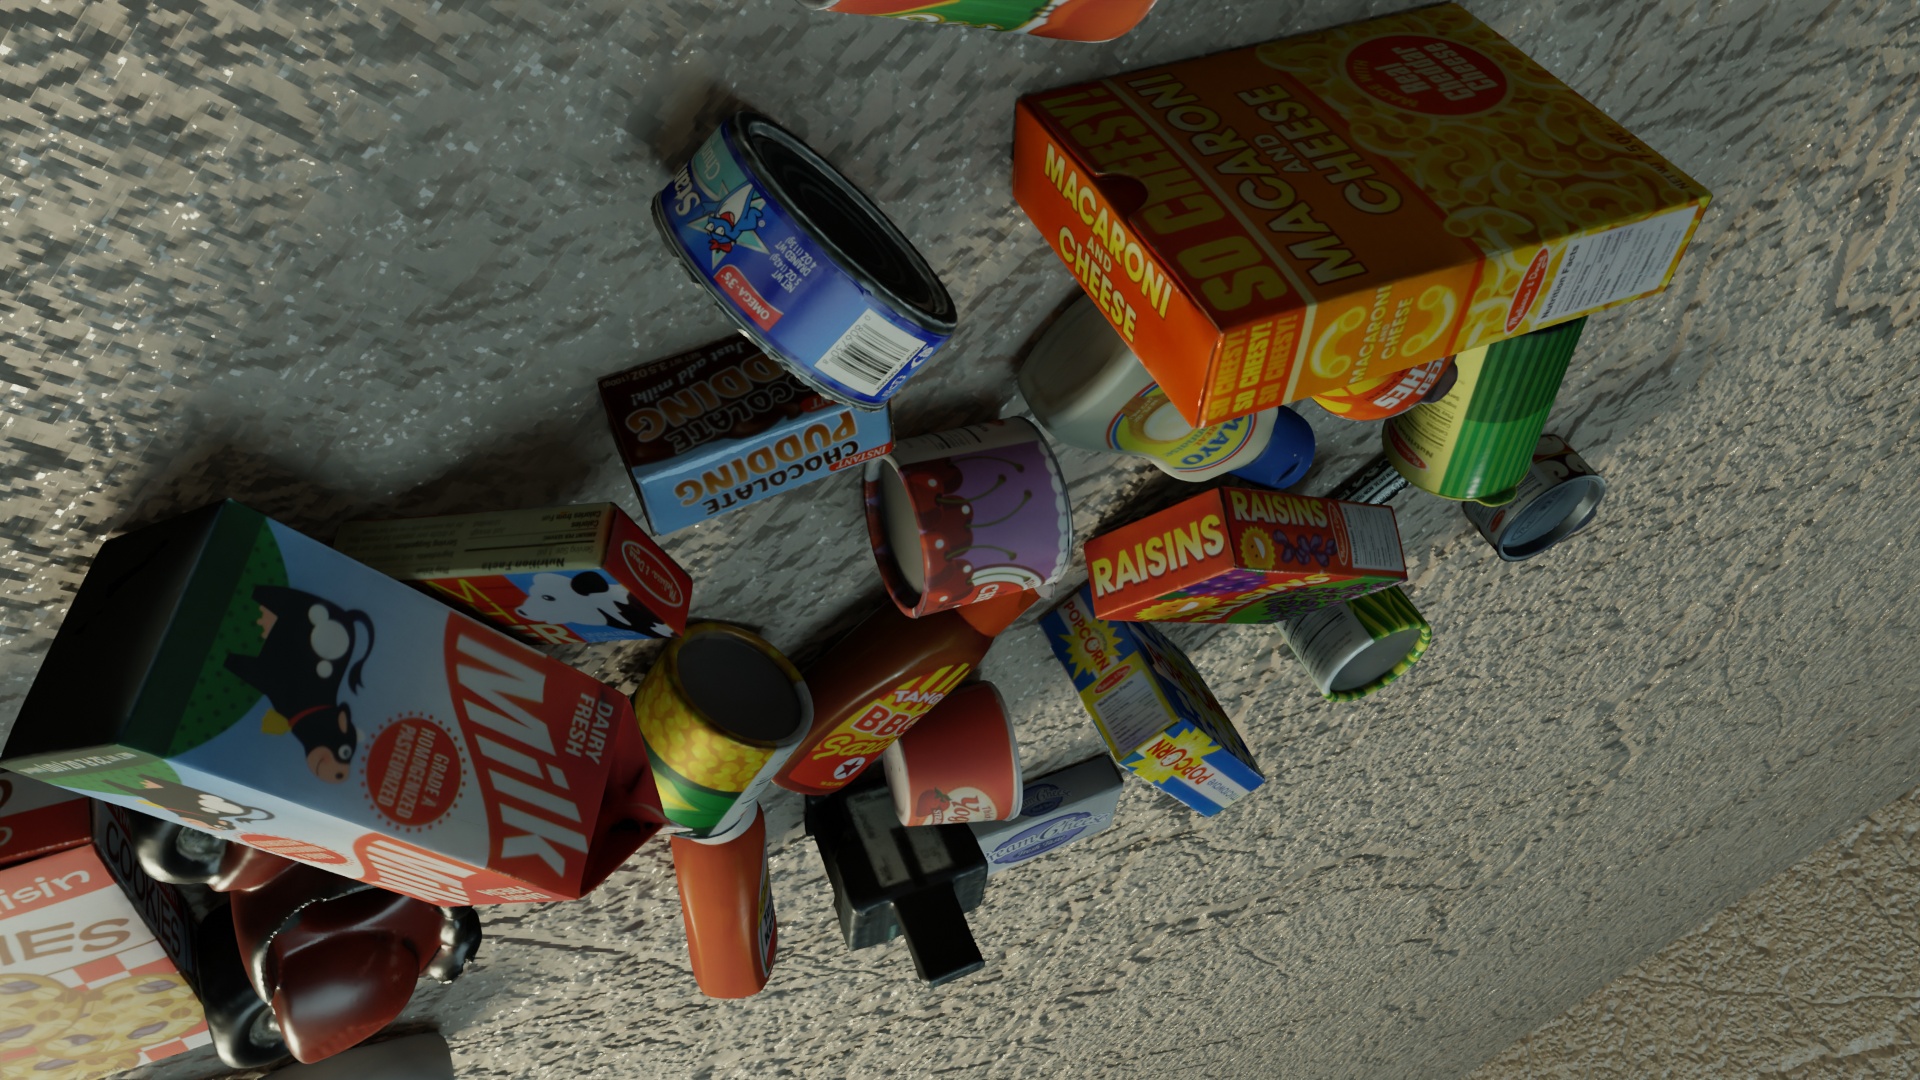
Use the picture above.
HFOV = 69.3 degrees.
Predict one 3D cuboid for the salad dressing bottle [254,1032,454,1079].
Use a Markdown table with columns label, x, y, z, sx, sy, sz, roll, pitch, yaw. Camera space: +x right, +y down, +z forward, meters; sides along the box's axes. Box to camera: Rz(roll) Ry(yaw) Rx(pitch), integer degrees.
| label | x | y | z | sx | sy | sz | roll | pitch | yaw |
| --- | --- | --- | --- | --- | --- | --- | --- | --- | --- |
| salad dressing bottle | -0.325 | 0.278 | 0.672 | 0.148 | 0.044 | 0.064 | -3 | 136 | -32 |

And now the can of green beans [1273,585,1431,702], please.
| label | x | y | z | sx | sy | sz | roll | pitch | yaw |
| --- | --- | --- | --- | --- | --- | --- | --- | --- | --- |
| can of green beans | 0.206 | 0.044 | 0.738 | 0.071 | 0.058 | 0.071 | -19 | 144 | -14 |

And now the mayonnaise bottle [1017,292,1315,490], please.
| label | x | y | z | sx | sy | sz | roll | pitch | yaw |
| --- | --- | --- | --- | --- | --- | --- | --- | --- | --- |
| mayonnaise bottle | 0.090 | -0.053 | 0.547 | 0.148 | 0.041 | 0.064 | 17 | 126 | -47 |

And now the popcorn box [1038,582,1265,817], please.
| label | x | y | z | sx | sy | sz | roll | pitch | yaw |
| --- | --- | --- | --- | --- | --- | --- | --- | --- | --- |
| popcorn box | 0.096 | 0.080 | 0.682 | 0.038 | 0.085 | 0.126 | -36 | 145 | 12 |

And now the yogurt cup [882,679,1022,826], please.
| label | x | y | z | sx | sy | sz | roll | pitch | yaw |
| --- | --- | --- | --- | --- | --- | --- | --- | --- | --- |
| yogurt cup | -0.006 | 0.104 | 0.661 | 0.054 | 0.073 | 0.072 | -8 | 141 | -15 |

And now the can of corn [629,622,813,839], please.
| label | x | y | z | sx | sy | sz | roll | pitch | yaw |
| --- | --- | --- | --- | --- | --- | --- | --- | --- | --- |
| can of corn | -0.103 | 0.074 | 0.553 | 0.071 | 0.071 | 0.058 | 10 | 129 | -42 |

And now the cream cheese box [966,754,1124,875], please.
| label | x | y | z | sx | sy | sz | roll | pitch | yaw |
| --- | --- | --- | --- | --- | --- | --- | --- | --- | --- |
| cream cheese box | 0.041 | 0.161 | 0.799 | 0.104 | 0.024 | 0.053 | -17 | 143 | -17 |

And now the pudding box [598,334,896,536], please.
| label | x | y | z | sx | sy | sz | roll | pitch | yaw |
| --- | --- | --- | --- | --- | --- | --- | --- | --- | --- |
| pudding box | -0.068 | -0.039 | 0.447 | 0.084 | 0.050 | 0.030 | -20 | 143 | -12 |

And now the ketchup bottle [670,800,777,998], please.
| label | x | y | z | sx | sy | sz | roll | pitch | yaw |
| --- | --- | --- | --- | --- | --- | --- | --- | --- | --- |
| ketchup bottle | -0.111 | 0.149 | 0.647 | 0.043 | 0.065 | 0.148 | -2 | 132 | -5 |

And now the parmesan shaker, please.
| label | x | y | z | sx | sy | sz | roll | pitch | yaw |
| --- | --- | --- | --- | --- | --- | --- | --- | --- | --- |
| parmesan shaker | 0.224 | -0.072 | 0.591 | 0.071 | 0.071 | 0.102 | -21 | 144 | -11 |

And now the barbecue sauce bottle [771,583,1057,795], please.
| label | x | y | z | sx | sy | sz | roll | pitch | yaw |
| --- | --- | --- | --- | --- | --- | --- | --- | --- | --- |
| barbecue sauce bottle | -0.023 | 0.050 | 0.596 | 0.148 | 0.044 | 0.065 | -42 | 152 | 18 |

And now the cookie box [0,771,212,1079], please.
| label | x | y | z | sx | sy | sz | roll | pitch | yaw |
| --- | --- | --- | --- | --- | --- | --- | --- | --- | --- |
| cookie box | -0.351 | 0.151 | 0.495 | 0.123 | 0.040 | 0.166 | -14 | 142 | -21 |

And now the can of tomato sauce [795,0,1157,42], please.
| label | x | y | z | sx | sy | sz | roll | pitch | yaw |
| --- | --- | --- | --- | --- | --- | --- | --- | --- | --- |
| can of tomato sauce | 0.003 | -0.156 | 0.335 | 0.083 | 0.071 | 0.070 | -5 | 139 | -31 |

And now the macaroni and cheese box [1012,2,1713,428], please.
| label | x | y | z | sx | sy | sz | roll | pitch | yaw |
| --- | --- | --- | --- | --- | --- | --- | --- | --- | --- |
| macaroni and cheese box | 0.116 | -0.107 | 0.426 | 0.167 | 0.124 | 0.040 | -17 | 141 | -17 |

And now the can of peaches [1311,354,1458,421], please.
| label | x | y | z | sx | sy | sz | roll | pitch | yaw |
| --- | --- | --- | --- | --- | --- | --- | --- | --- | --- |
| can of peaches | 0.149 | -0.084 | 0.524 | 0.071 | 0.071 | 0.058 | -43 | 142 | 19 |

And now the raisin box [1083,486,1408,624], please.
| label | x | y | z | sx | sy | sz | roll | pitch | yaw |
| --- | --- | --- | --- | --- | --- | --- | --- | --- | --- |
| raisin box | 0.129 | 0.009 | 0.629 | 0.123 | 0.040 | 0.086 | 4 | 162 | -39 |

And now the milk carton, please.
| label | x | y | z | sx | sy | sz | roll | pitch | yaw |
| --- | --- | --- | --- | --- | --- | --- | --- | --- | --- |
| milk carton | -0.175 | 0.066 | 0.439 | 0.072 | 0.074 | 0.190 | -12 | 147 | 33 |

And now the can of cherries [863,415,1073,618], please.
| label | x | y | z | sx | sy | sz | roll | pitch | yaw |
| --- | --- | --- | --- | --- | --- | --- | --- | --- | --- |
| can of cherries | 0.002 | -0.007 | 0.519 | 0.058 | 0.072 | 0.071 | -13 | 142 | -21 |

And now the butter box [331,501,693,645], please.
| label | x | y | z | sx | sy | sz | roll | pitch | yaw |
| --- | --- | --- | --- | --- | --- | --- | --- | --- | --- |
| butter box | -0.143 | 0.013 | 0.441 | 0.103 | 0.024 | 0.053 | -4 | 150 | 18 |

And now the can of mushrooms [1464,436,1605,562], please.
| label | x | y | z | sx | sy | sz | roll | pitch | yaw |
| --- | --- | --- | --- | --- | --- | --- | --- | --- | --- |
| can of mushrooms | 0.310 | -0.022 | 0.750 | 0.071 | 0.033 | 0.070 | -19 | 143 | -15 |
